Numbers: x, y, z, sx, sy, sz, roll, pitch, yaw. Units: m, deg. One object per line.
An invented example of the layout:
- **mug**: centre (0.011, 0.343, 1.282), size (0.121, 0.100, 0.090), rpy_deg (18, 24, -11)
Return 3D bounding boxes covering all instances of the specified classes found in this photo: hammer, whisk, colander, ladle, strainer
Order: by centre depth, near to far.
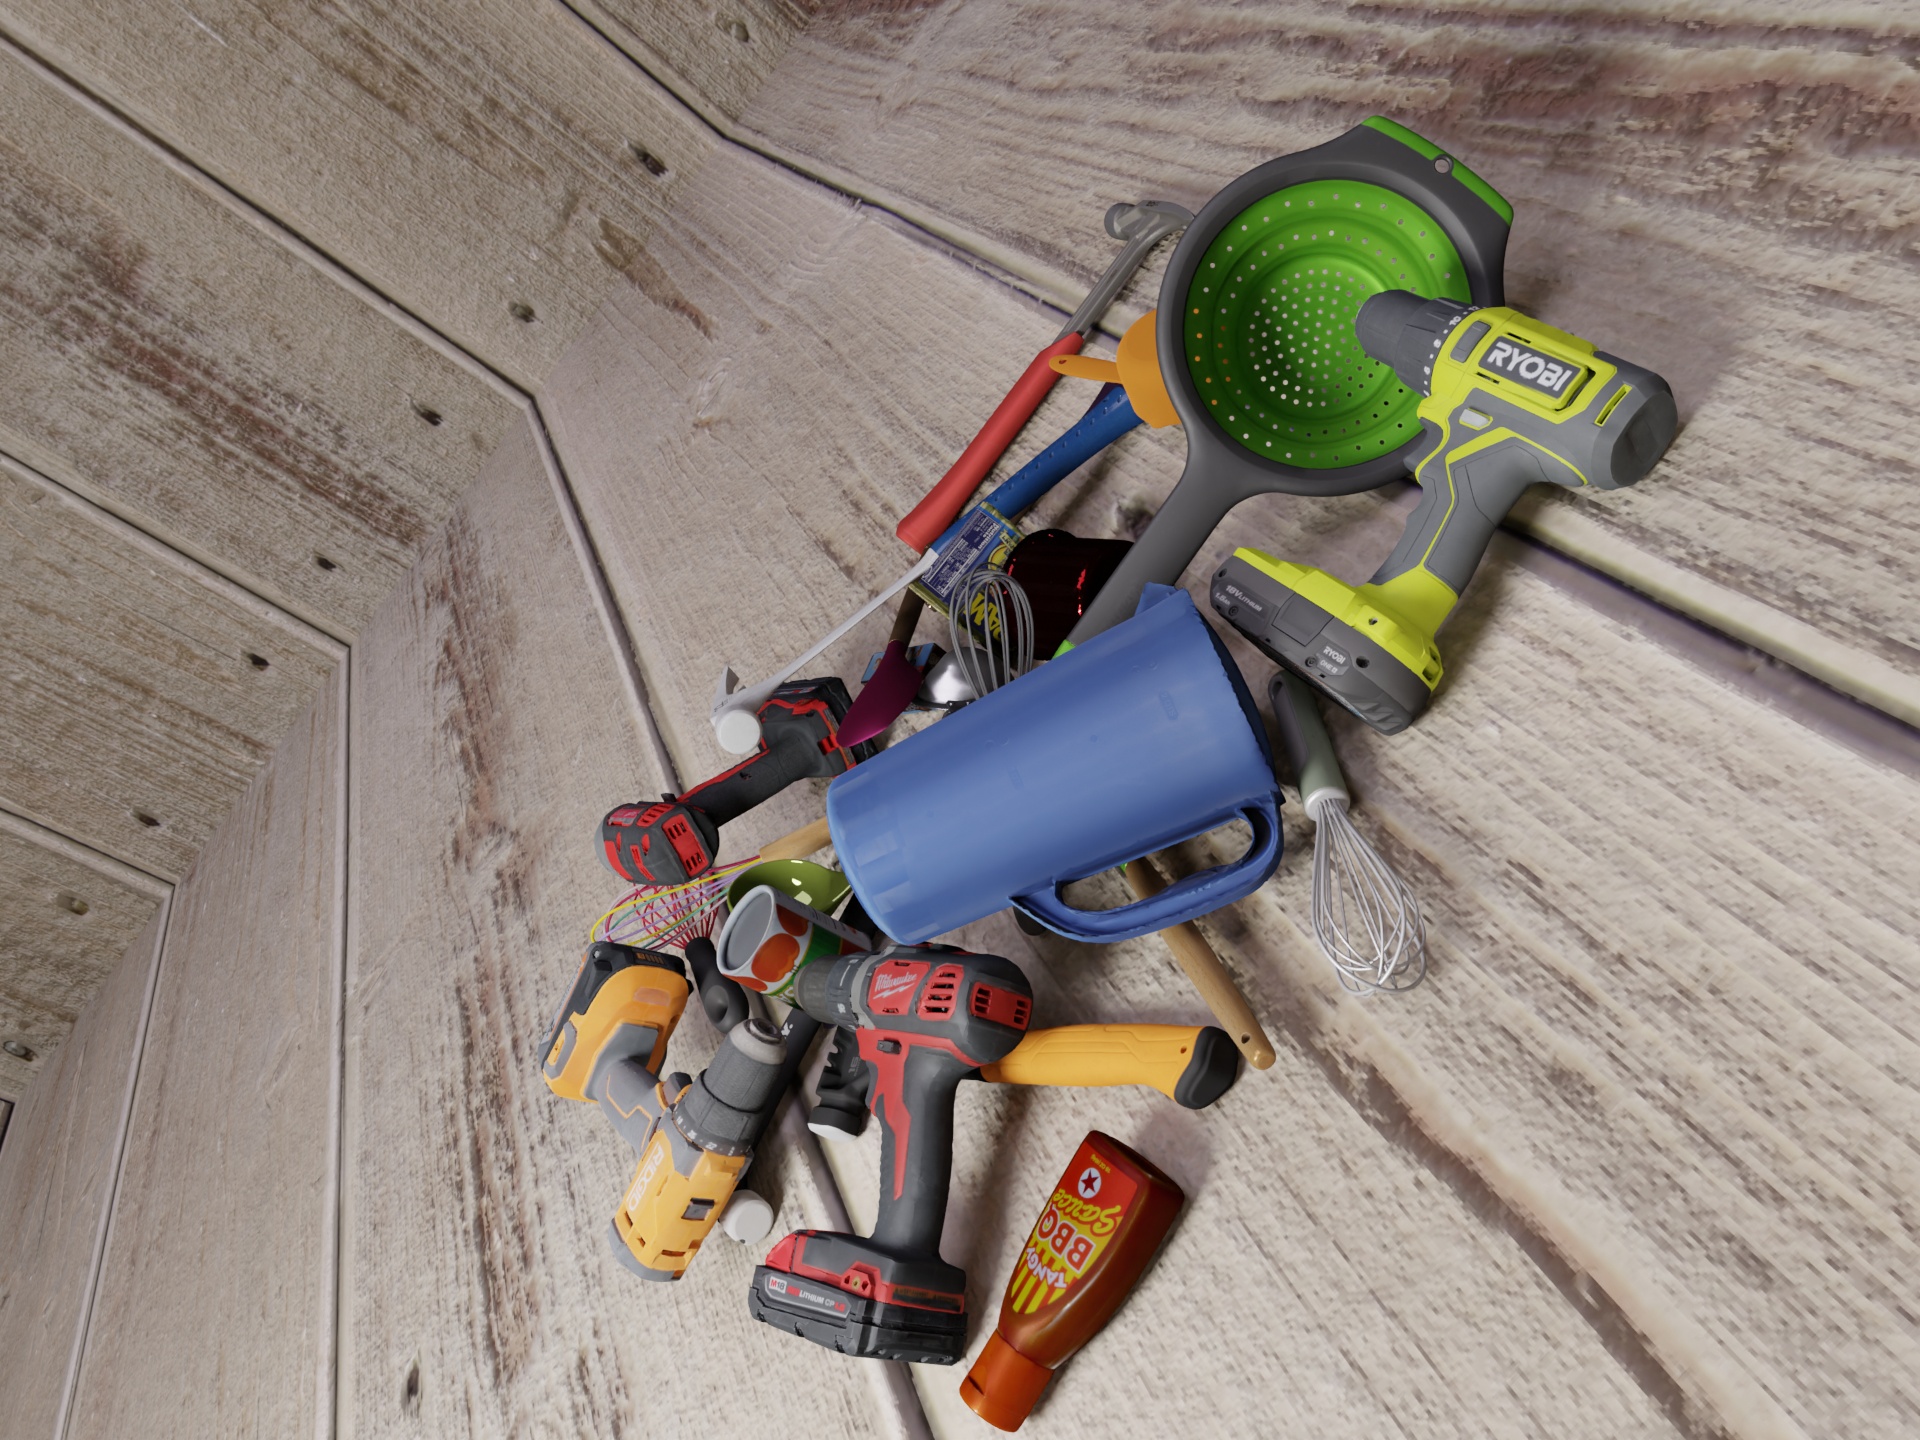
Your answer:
- **whisk**: centre (0.195, 0.050, 0.842), size (0.247, 0.059, 0.057), rpy_deg (-93, 19, -52)
- **hammer**: centre (0.030, 0.193, 0.947), size (0.337, 0.034, 0.127), rpy_deg (-13, 51, 49)
- **colander**: centre (0.179, -0.177, 1.005), size (0.397, 0.204, 0.094), rpy_deg (-55, -2, 11)
- **whisk**: centre (0.031, 0.018, 1.008), size (0.055, 0.055, 0.239), rpy_deg (-13, 83, 49)
- **ladle**: centre (-0.033, 0.063, 1.079), size (0.320, 0.062, 0.078), rpy_deg (-35, 21, 25)
- **strainer**: centre (-0.002, -0.003, 1.086), size (0.087, 0.050, 0.259), rpy_deg (-3, 22, 7)
- **hammer**: centre (-0.102, 0.193, 1.134), size (0.146, 0.035, 0.335), rpy_deg (14, 73, 58)
- **whisk**: centre (-0.170, 0.116, 1.212), size (0.245, 0.047, 0.051), rpy_deg (-26, 24, -1)
- **hammer**: centre (-0.029, -0.122, 1.227), size (0.405, 0.035, 0.144), rpy_deg (-38, 18, -2)
- **whisk**: centre (-0.210, 0.173, 1.257), size (0.073, 0.073, 0.296), rpy_deg (-54, 27, 2)
- **hammer**: centre (0.069, -0.289, 1.356), size (0.359, 0.036, 0.149), rpy_deg (-53, 30, 4)

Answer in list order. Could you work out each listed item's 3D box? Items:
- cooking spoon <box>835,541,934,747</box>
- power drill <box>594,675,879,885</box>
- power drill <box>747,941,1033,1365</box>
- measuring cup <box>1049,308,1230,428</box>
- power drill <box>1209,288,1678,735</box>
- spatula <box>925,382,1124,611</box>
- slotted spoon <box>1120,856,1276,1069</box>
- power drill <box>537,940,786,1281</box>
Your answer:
- **cooking spoon**: centre (-0.045, -0.068, 1.227), size (0.069, 0.017, 0.319), rpy_deg (-25, 23, 21)
- **power drill**: centre (-0.184, 0.053, 1.243), size (0.220, 0.078, 0.143), rpy_deg (-36, 18, -32)
- **power drill**: centre (-0.053, 0.240, 0.928), size (0.188, 0.080, 0.227), rpy_deg (-6, 67, 49)
- **measuring cup**: centre (0.127, -0.276, 1.191), size (0.174, 0.052, 0.095), rpy_deg (19, 65, 38)
- **power drill**: centre (0.244, -0.125, 0.873), size (0.228, 0.080, 0.191), rpy_deg (-53, 49, 5)
- **spatula**: centre (0.078, -0.208, 1.283), size (0.316, 0.018, 0.060), rpy_deg (-48, 34, 11)
- **slotted spoon**: centre (0.109, 0.100, 0.917), size (0.070, 0.031, 0.314), rpy_deg (-50, 29, 11)
- **power drill**: centre (-0.203, 0.240, 1.095), size (0.185, 0.084, 0.226), rpy_deg (-61, 38, 12)
